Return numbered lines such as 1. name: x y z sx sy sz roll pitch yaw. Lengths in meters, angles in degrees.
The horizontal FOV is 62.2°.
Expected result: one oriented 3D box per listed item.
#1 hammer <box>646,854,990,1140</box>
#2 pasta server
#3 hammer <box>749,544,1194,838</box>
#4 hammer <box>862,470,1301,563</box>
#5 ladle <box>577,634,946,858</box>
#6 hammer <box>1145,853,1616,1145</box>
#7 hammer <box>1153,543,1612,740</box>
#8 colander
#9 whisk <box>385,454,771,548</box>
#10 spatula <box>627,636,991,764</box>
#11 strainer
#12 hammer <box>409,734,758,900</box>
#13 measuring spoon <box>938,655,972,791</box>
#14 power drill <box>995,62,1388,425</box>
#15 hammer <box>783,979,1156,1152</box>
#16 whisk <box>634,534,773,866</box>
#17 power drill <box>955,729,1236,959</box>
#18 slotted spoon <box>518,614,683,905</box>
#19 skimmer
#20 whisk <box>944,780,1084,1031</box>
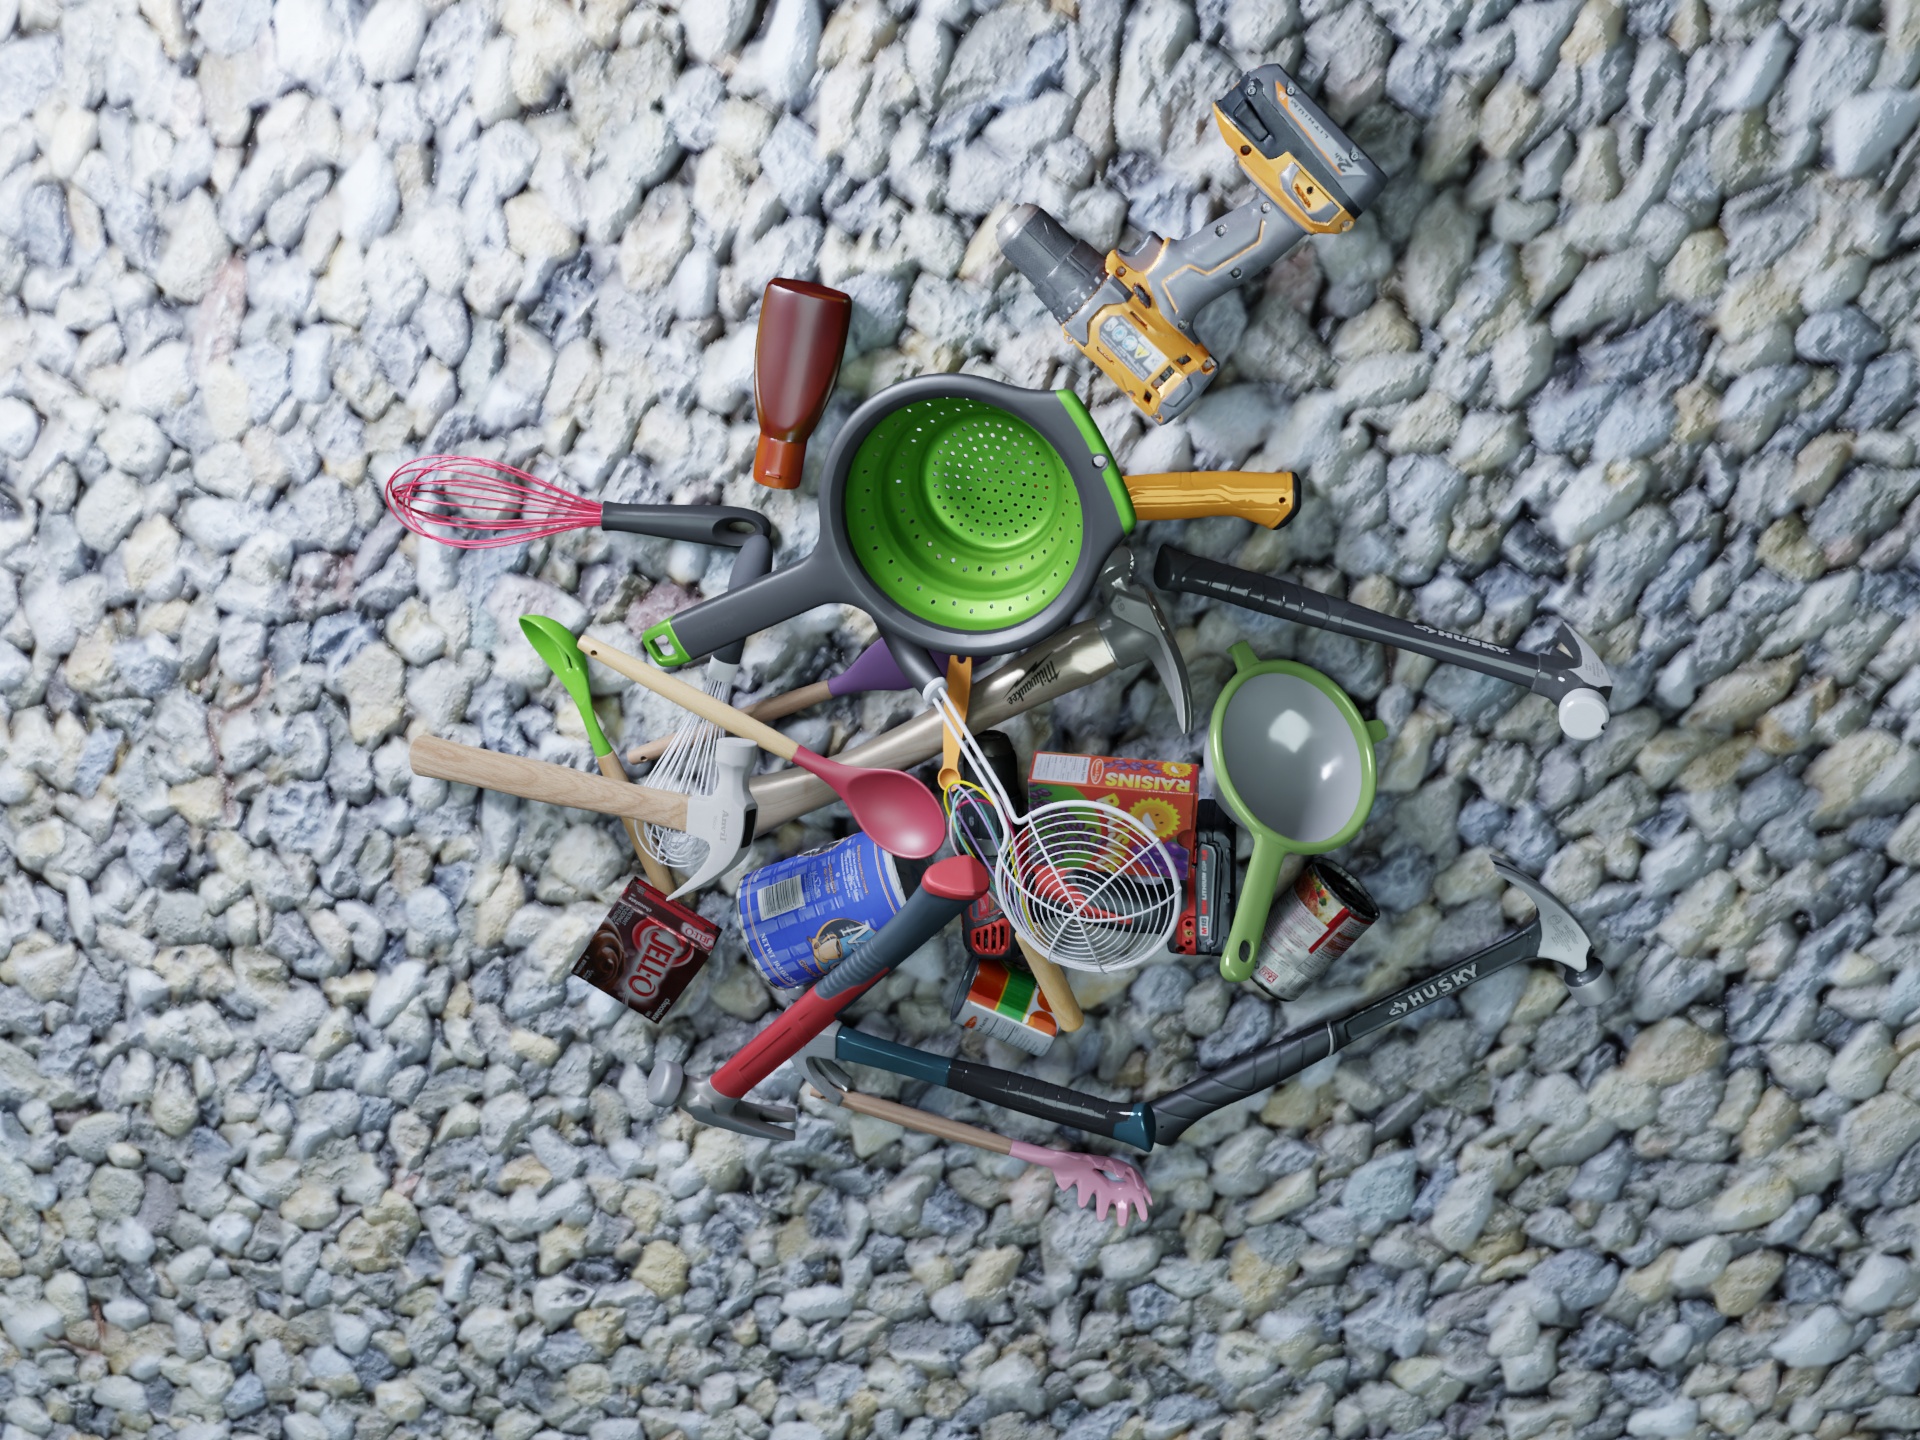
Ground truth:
1. hammer: -0.094 0.229 1.272 0.143 0.038 0.386 26 129 -29
2. pasta server: 0.017 0.376 1.408 0.316 0.040 0.060 16 123 1
3. hammer: -0.019 0.018 1.239 0.410 0.038 0.146 -26 86 22
4. hammer: 0.083 -0.172 1.184 0.337 0.034 0.127 0 113 6
5. ladle: -0.150 0.014 1.215 0.315 0.031 0.069 28 116 -4
6. hammer: 0.322 0.254 1.327 0.409 0.036 0.149 -30 104 17
7. hammer: 0.303 -0.072 1.167 0.335 0.146 0.035 17 116 12
8. colander: -0.059 -0.130 1.156 0.397 0.094 0.204 -20 109 25
9. whisk: -0.293 -0.160 1.221 0.296 0.073 0.073 5 112 -2
10. spatula: -0.128 -0.019 1.276 0.316 0.018 0.059 -19 125 13
11. strainer: 0.222 0.079 1.191 0.151 0.256 0.069 28 155 -16
12. hammer: -0.305 0.057 1.259 0.331 0.031 0.130 9 99 25
13. measuring spoon: -0.002 -0.004 1.207 0.021 0.011 0.117 8 97 28
14. power drill: 0.151 -0.341 1.087 0.185 0.084 0.226 42 115 -9
15. hammer: 0.004 0.302 1.347 0.331 0.033 0.128 13 125 12
16. whisk: -0.194 -0.011 1.250 0.070 0.070 0.284 19 107 -1
17. power drill: 0.105 0.101 1.269 0.227 0.080 0.188 0 105 11
18. slotted spoon: -0.285 0.048 1.313 0.070 0.031 0.313 12 128 51
19. skimmer: 0.029 0.024 1.151 0.090 0.364 0.127 9 128 -41
20. whisk: 0.046 0.147 1.225 0.047 0.051 0.244 -18 116 16
